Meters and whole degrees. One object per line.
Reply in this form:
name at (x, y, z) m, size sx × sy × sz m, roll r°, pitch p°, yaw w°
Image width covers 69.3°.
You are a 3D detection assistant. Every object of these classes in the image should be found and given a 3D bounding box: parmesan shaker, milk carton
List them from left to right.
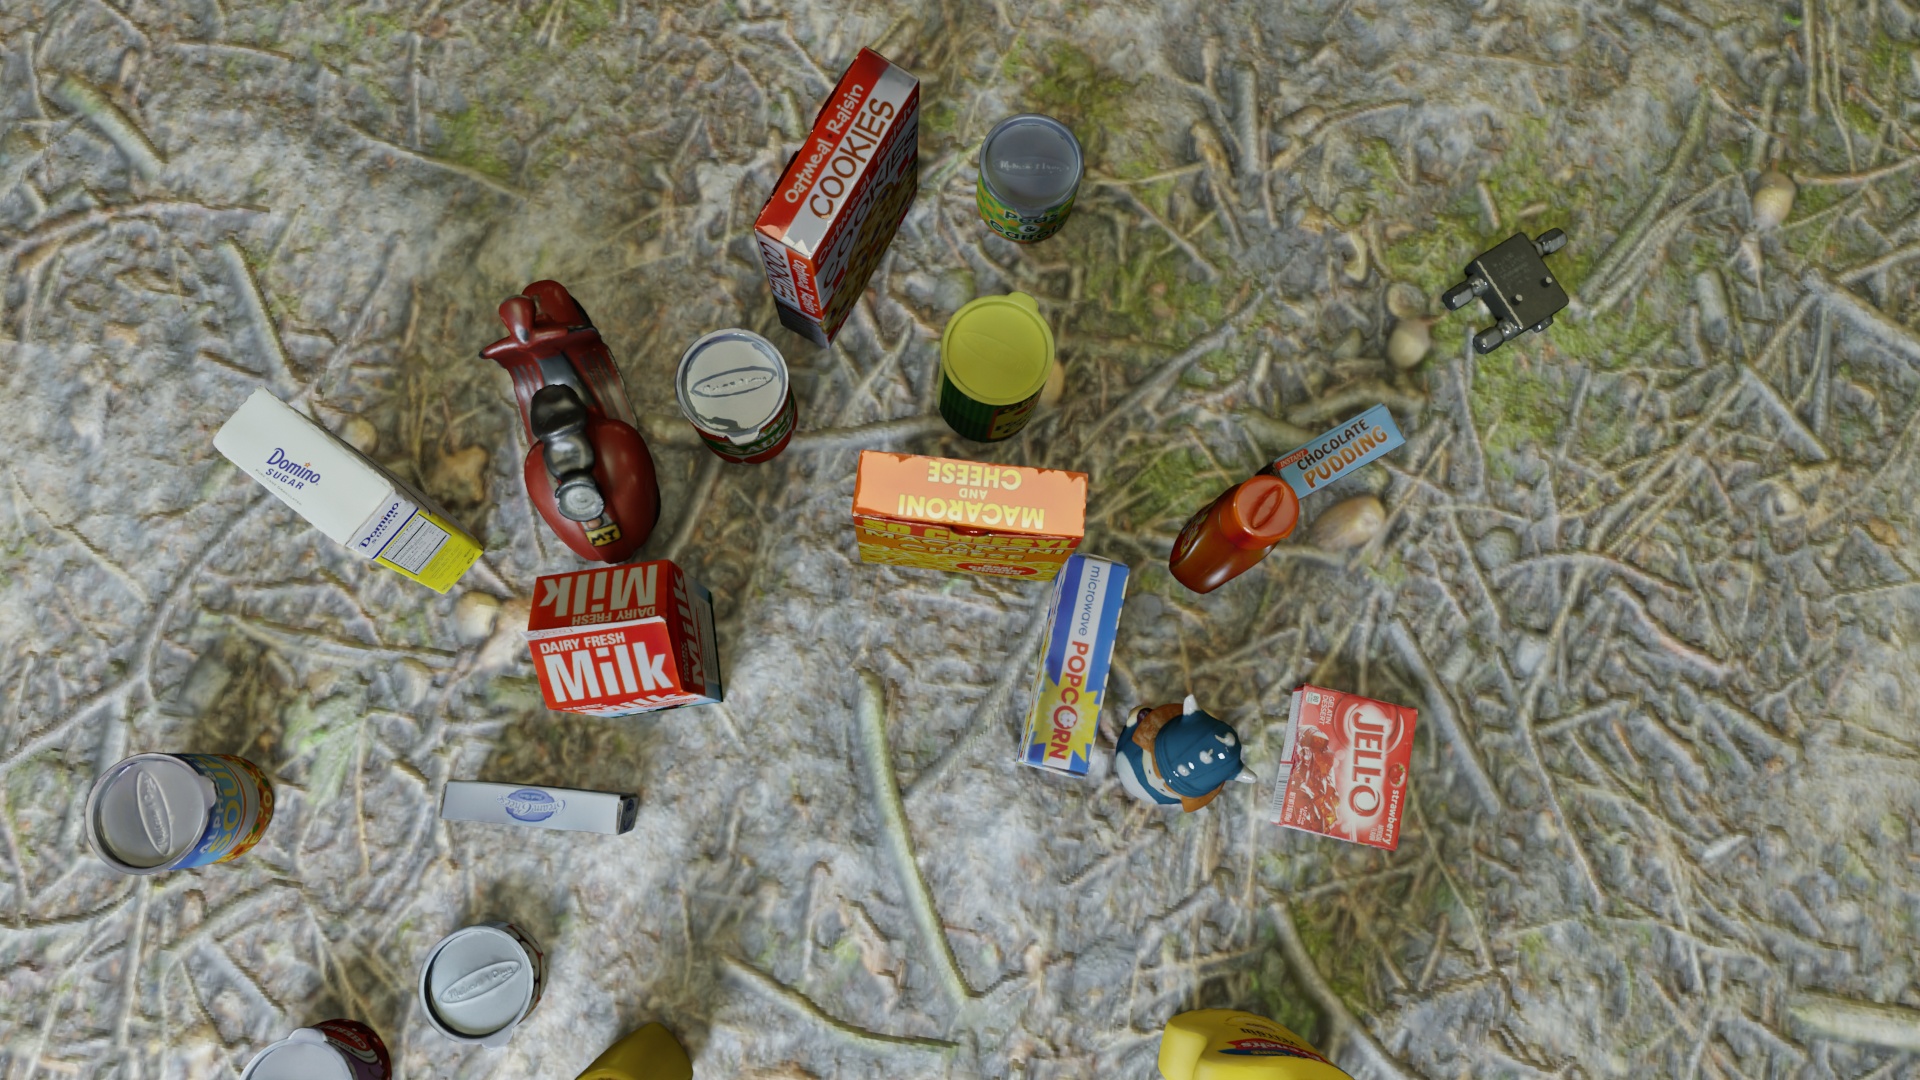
milk carton at (-0.184, 0.056, 0.773) m, size 0.072 × 0.190 × 0.073 m, roll -8°, pitch 81°, yaw -3°
parmesan shaker at (0.021, -0.105, 0.852) m, size 0.071 × 0.103 × 0.071 m, roll 0°, pitch 81°, yaw -2°

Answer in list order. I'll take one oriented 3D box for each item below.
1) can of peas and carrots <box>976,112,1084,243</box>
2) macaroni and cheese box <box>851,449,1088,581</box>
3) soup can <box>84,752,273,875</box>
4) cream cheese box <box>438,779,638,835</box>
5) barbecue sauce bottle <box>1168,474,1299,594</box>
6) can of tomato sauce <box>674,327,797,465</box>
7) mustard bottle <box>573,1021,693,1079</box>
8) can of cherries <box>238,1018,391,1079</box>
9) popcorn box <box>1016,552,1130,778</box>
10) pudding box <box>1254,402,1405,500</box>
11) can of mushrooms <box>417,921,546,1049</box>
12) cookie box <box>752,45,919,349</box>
can of peas and carrots at (0.044, -0.230, 0.897) m, size 0.071 × 0.058 × 0.071 m, roll 0°, pitch 81°, yaw -2°
macaroni and cheese box at (0.003, -0.010, 0.803) m, size 0.124 × 0.166 × 0.040 m, roll 6°, pitch 81°, yaw -1°
soup can at (-0.444, 0.155, 0.800) m, size 0.071 × 0.083 × 0.071 m, roll 0°, pitch 81°, yaw -2°
cream cheese box at (-0.247, 0.157, 0.822) m, size 0.104 × 0.053 × 0.024 m, roll 5°, pitch 81°, yaw -1°
barbecue sauce bottle at (0.163, -0.006, 0.818) m, size 0.044 × 0.148 × 0.065 m, roll 36°, pitch 82°, yaw 4°
can of tomato sauce at (-0.134, -0.085, 0.853) m, size 0.071 × 0.083 × 0.071 m, roll 0°, pitch 81°, yaw -2°
mustard bottle at (-0.185, 0.302, 0.746) m, size 0.065 × 0.160 × 0.049 m, roll -38°, pitch 84°, yaw -7°
can of cherries at (-0.365, 0.308, 0.790) m, size 0.071 × 0.058 × 0.071 m, roll 0°, pitch 81°, yaw -2°
popcorn box at (0.067, 0.076, 0.832) m, size 0.038 × 0.085 × 0.127 m, roll 13°, pitch 80°, yaw 0°
pudding box at (0.233, -0.052, 0.879) m, size 0.084 × 0.049 × 0.030 m, roll -28°, pitch 83°, yaw -6°
can of mushrooms at (-0.278, 0.260, 0.814) m, size 0.071 × 0.033 × 0.071 m, roll 0°, pitch 81°, yaw -2°
cookie box at (-0.071, -0.198, 0.832) m, size 0.040 × 0.167 × 0.123 m, roll 28°, pitch 81°, yaw 2°
